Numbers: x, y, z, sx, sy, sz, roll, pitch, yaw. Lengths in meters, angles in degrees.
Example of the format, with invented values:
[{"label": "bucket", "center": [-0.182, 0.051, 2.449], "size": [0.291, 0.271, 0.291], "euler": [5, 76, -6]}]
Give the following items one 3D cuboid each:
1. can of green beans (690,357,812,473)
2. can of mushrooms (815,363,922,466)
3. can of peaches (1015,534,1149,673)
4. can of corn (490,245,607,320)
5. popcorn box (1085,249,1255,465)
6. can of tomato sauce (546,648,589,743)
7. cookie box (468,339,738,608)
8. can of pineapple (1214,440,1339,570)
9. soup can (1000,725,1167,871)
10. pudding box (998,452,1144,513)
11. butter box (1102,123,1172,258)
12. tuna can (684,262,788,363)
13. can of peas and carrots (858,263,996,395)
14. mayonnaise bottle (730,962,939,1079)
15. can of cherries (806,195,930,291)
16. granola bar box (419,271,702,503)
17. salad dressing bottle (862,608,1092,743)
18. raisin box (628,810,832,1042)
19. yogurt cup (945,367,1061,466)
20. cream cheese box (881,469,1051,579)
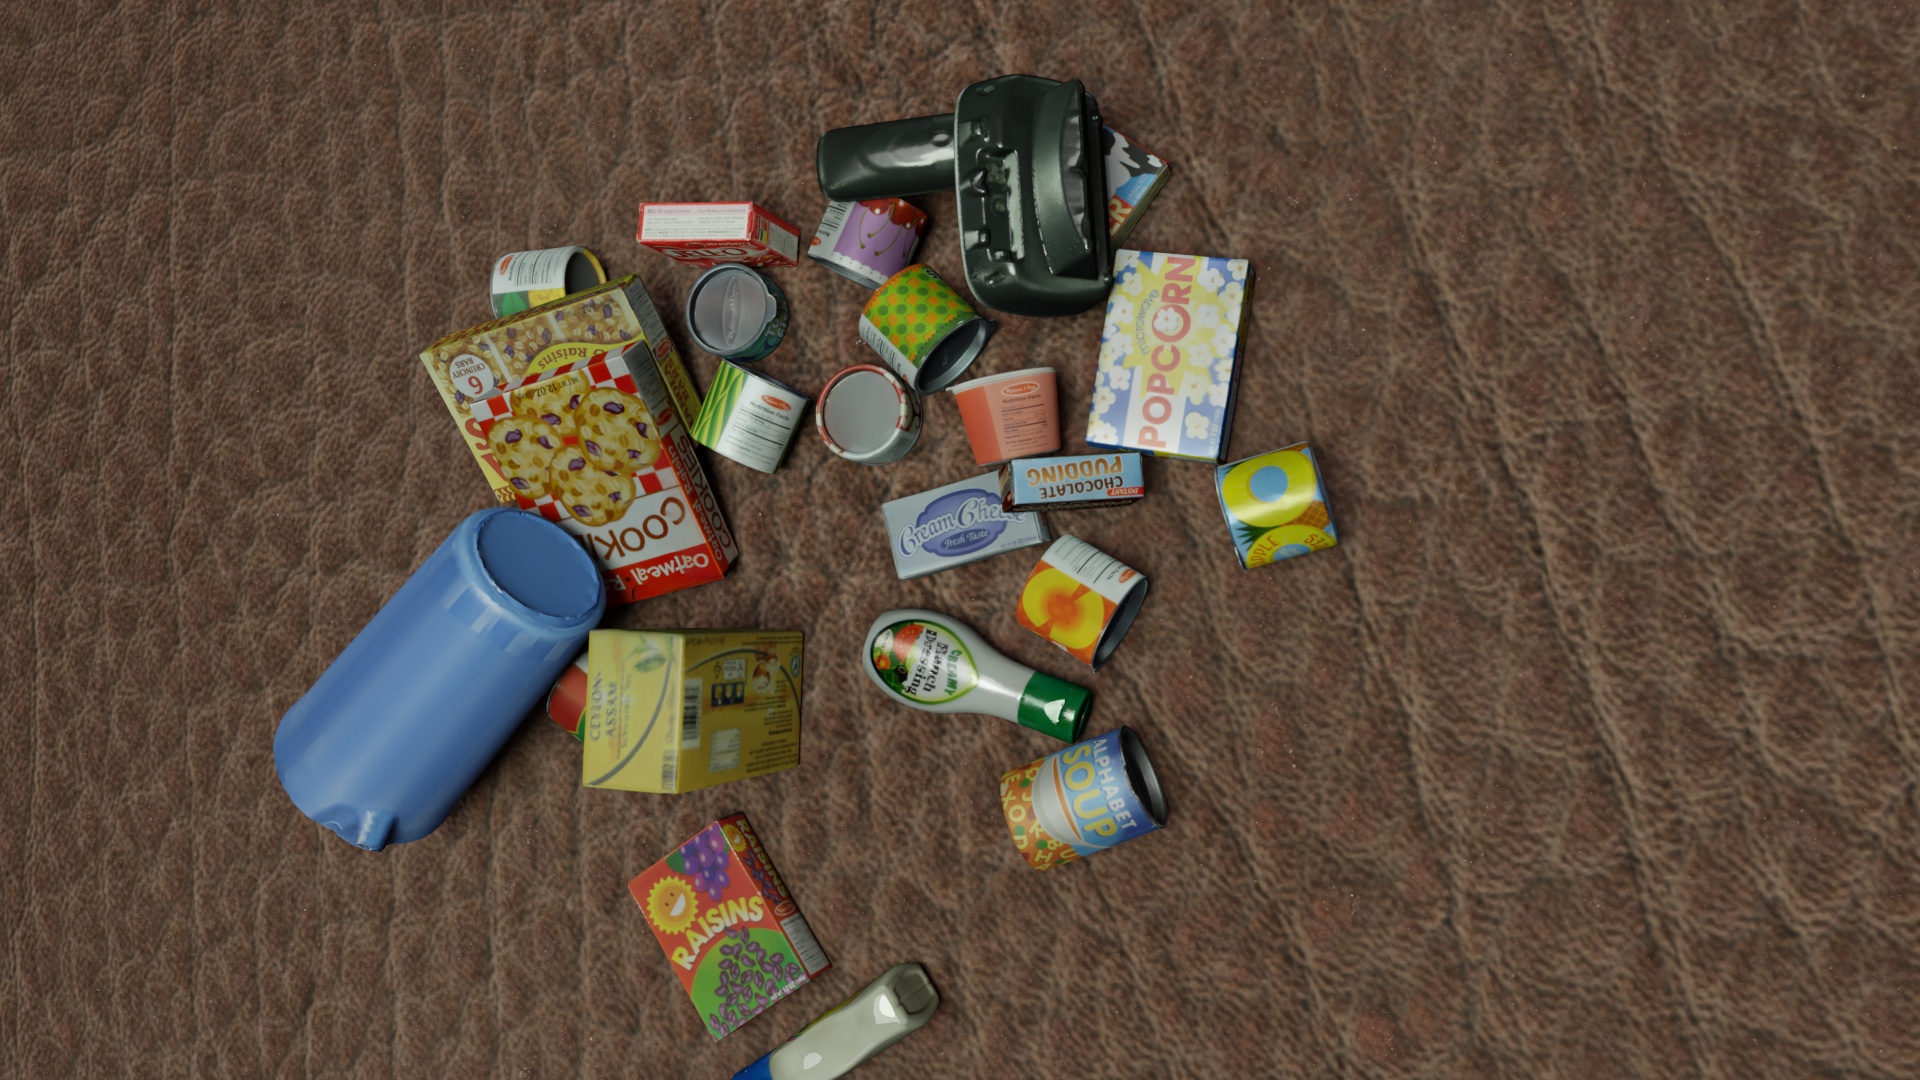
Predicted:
[{"label": "can of green beans", "center": [-0.143, -0.085, 0.947], "size": [0.071, 0.071, 0.057], "euler": [27, 96, 18]}, {"label": "can of mushrooms", "center": [-0.063, -0.087, 0.937], "size": [0.071, 0.033, 0.071], "euler": [-1, 86, 19]}, {"label": "can of peaches", "center": [0.075, 0.039, 0.864], "size": [0.058, 0.071, 0.071], "euler": [31, 96, 18]}, {"label": "can of corn", "center": [-0.295, -0.176, 1.006], "size": [0.058, 0.071, 0.071], "euler": [-3, 85, 16]}, {"label": "popcorn box", "center": [0.132, -0.115, 0.870], "size": [0.085, 0.038, 0.126], "euler": [9, 89, 20]}, {"label": "can of tomato sauce", "center": [-0.232, 0.122, 0.962], "size": [0.083, 0.071, 0.071], "euler": [34, 97, 17]}, {"label": "cookie box", "center": [-0.242, -0.039, 0.953], "size": [0.123, 0.040, 0.167], "euler": [-15, 110, 18]}, {"label": "can of pineapple", "center": [0.189, -0.019, 0.829], "size": [0.058, 0.071, 0.071], "euler": [-17, 81, 17]}, {"label": "soup can", "center": [0.074, 0.159, 0.852], "size": [0.083, 0.071, 0.071], "euler": [-24, 79, 16]}, {"label": "pudding box", "center": [0.068, -0.036, 0.866], "size": [0.084, 0.049, 0.030], "euler": [-3, 85, -7]}, {"label": "butter box", "center": [0.085, -0.212, 0.901], "size": [0.053, 0.024, 0.103], "euler": [38, 98, 17]}, {"label": "tuna can", "center": [-0.154, -0.159, 0.973], "size": [0.071, 0.033, 0.071], "euler": [-1, 86, 19]}, {"label": "can of peas and carrots", "center": [-0.022, -0.140, 0.911], "size": [0.059, 0.071, 0.071], "euler": [46, 101, 16]}, {"label": "mayonnaise bottle", "center": [-0.085, 0.328, 0.900], "size": [0.148, 0.065, 0.041], "euler": [-37, 77, 17]}, {"label": "can of cherries", "center": [-0.059, -0.202, 0.929], "size": [0.071, 0.071, 0.058], "euler": [25, 94, 19]}, {"label": "granola bar box", "center": [-0.276, -0.105, 0.978], "size": [0.165, 0.039, 0.123], "euler": [-14, 115, 17]}, {"label": "salad dressing bottle", "center": [0.011, 0.089, 0.893], "size": [0.148, 0.044, 0.064], "euler": [18, 91, 19]}, {"label": "raisin box", "center": [-0.156, 0.260, 0.940], "size": [0.086, 0.040, 0.123], "euler": [-37, 77, 14]}, {"label": "yogurt cup", "center": [0.033, -0.079, 0.889], "size": [0.072, 0.072, 0.054], "euler": [-10, 91, 18]}, {"label": "cream cheese box", "center": [0.003, -0.011, 0.913], "size": [0.103, 0.024, 0.053], "euler": [-16, 81, 17]}]
